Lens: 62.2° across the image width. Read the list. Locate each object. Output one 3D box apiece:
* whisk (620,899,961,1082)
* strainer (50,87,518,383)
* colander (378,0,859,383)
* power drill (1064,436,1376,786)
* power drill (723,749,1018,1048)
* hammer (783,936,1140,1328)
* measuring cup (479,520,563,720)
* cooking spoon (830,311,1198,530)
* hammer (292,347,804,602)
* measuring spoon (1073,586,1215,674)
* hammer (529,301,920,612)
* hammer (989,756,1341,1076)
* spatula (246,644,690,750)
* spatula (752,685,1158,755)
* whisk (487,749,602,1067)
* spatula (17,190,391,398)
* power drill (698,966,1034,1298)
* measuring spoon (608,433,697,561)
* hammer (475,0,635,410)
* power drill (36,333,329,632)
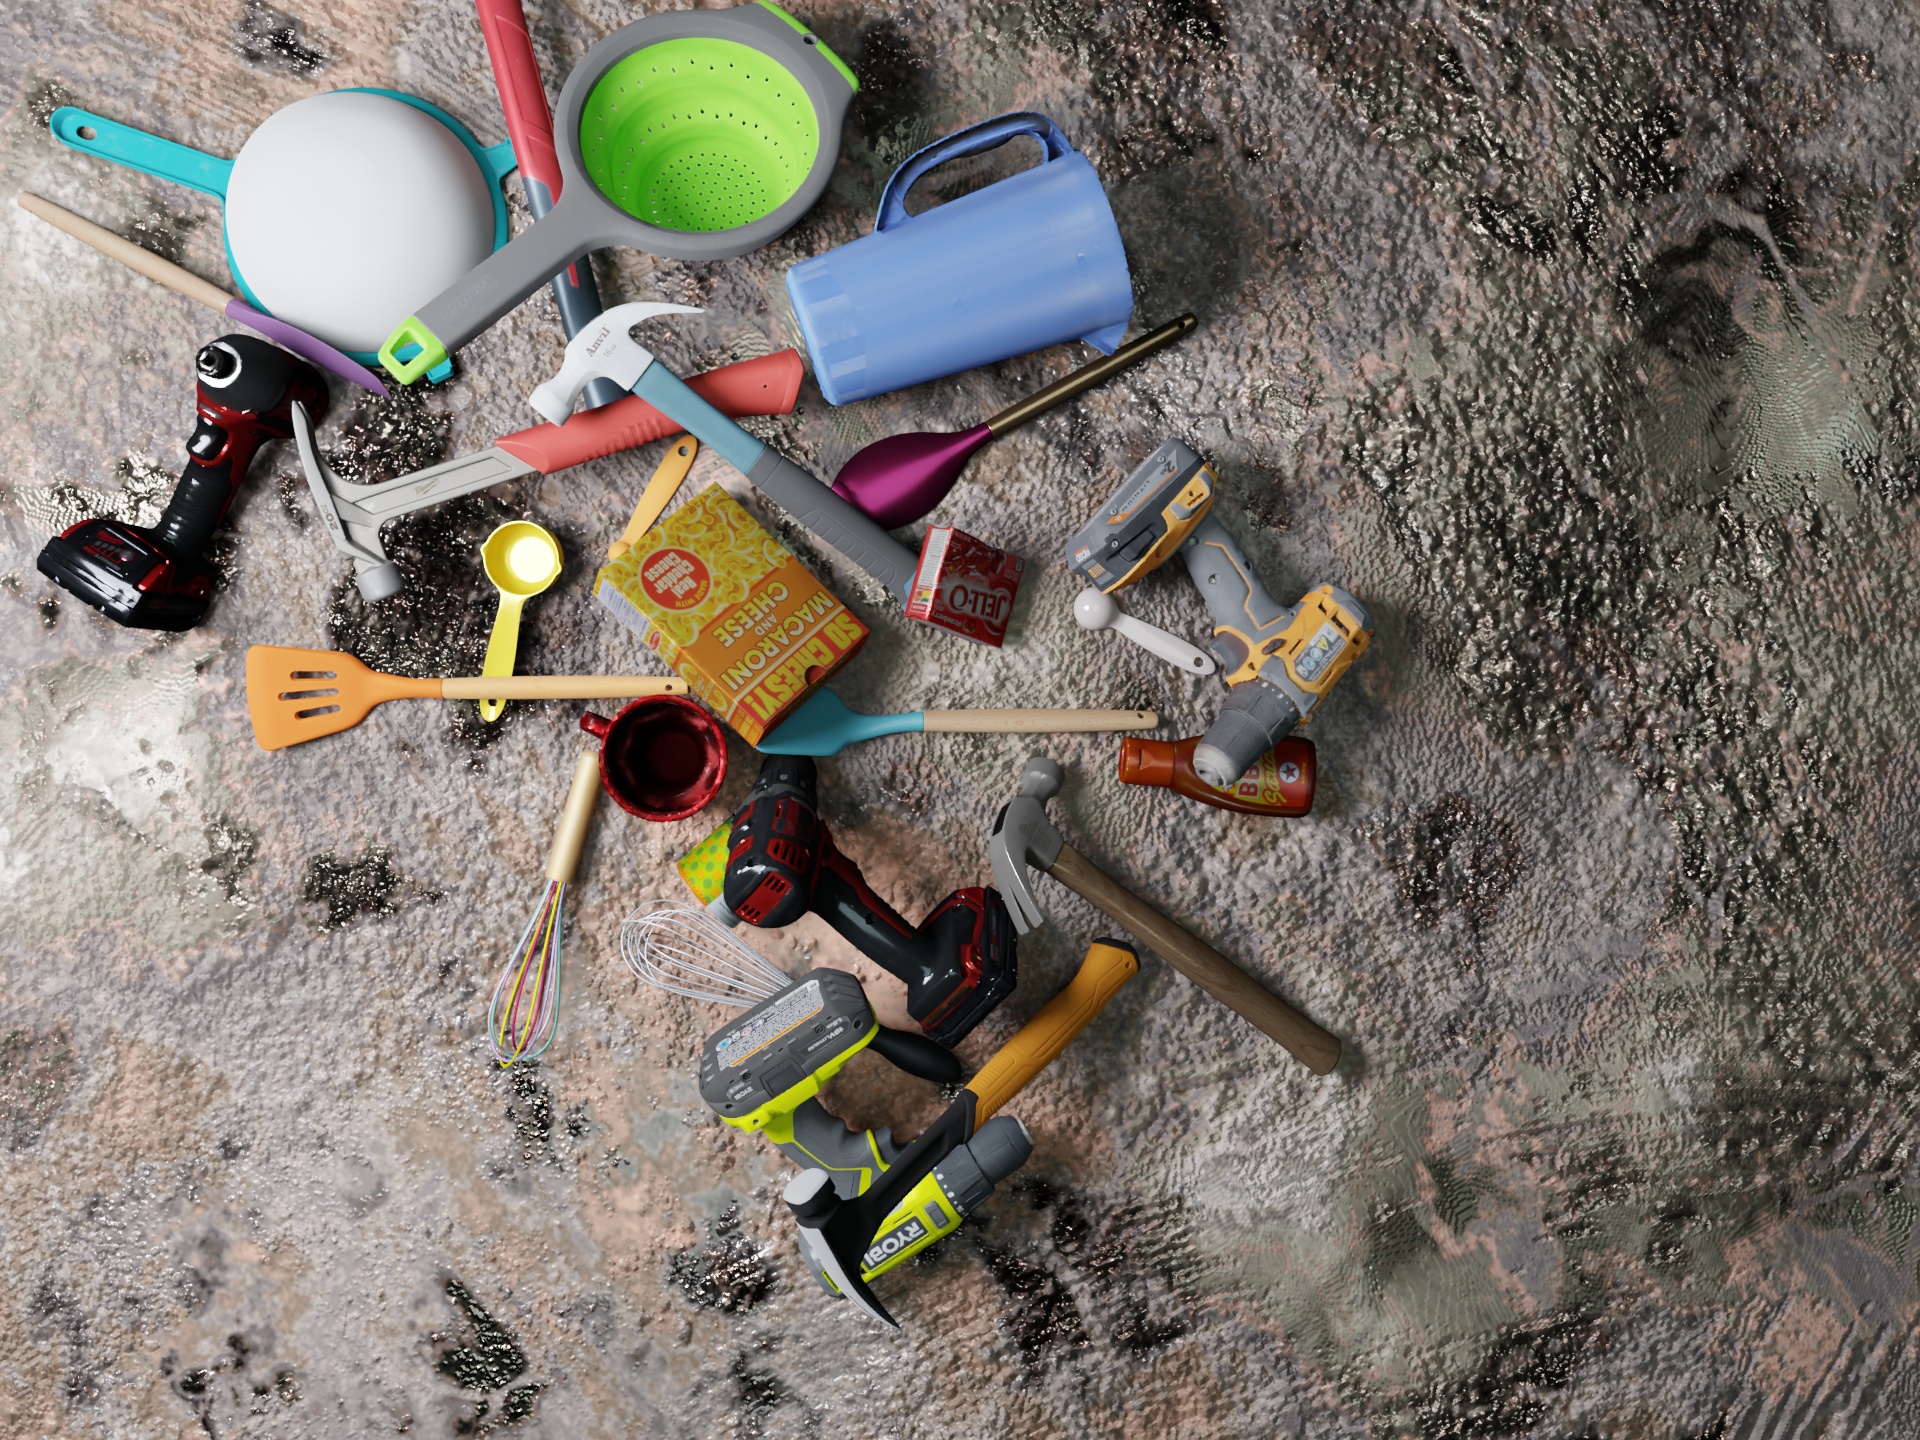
[{"bbox_3d":[-0.126,0.213,1.209,0.284,0.070,0.070,25,88,-8],"label":"whisk"},{"bbox_3d":[-0.508,-0.393,1.161,0.340,0.095,0.211,18,89,-5],"label":"strainer"},{"bbox_3d":[-0.246,-0.356,1.151,0.204,0.094,0.397,44,75,10],"label":"colander"},{"bbox_3d":[0.184,-0.078,1.204,0.226,0.084,0.185,44,72,-5],"label":"power drill"},{"bbox_3d":[-0.069,0.119,1.171,0.226,0.188,0.080,35,114,-17],"label":"power drill"},{"bbox_3d":[0.023,0.278,1.155,0.337,0.034,0.127,-39,112,-31],"label":"hammer"},{"bbox_3d":[-0.341,-0.076,1.213,0.062,0.029,0.156,15,101,-1],"label":"measuring cup"},{"bbox_3d":[0.045,-0.239,1.239,0.319,0.017,0.069,-29,93,-3],"label":"cooking spoon"},{"bbox_3d":[-0.288,-0.213,1.159,0.359,0.037,0.149,-20,103,-9],"label":"hammer"},{"bbox_3d":[0.146,-0.068,1.246,0.124,0.018,0.034,27,88,-4],"label":"measuring spoon"},{"bbox_3d":[-0.141,-0.182,1.169,0.330,0.033,0.128,36,94,-22],"label":"hammer"},{"bbox_3d":[0.160,0.171,1.220,0.331,0.031,0.130,37,51,-9],"label":"hammer"},{"bbox_3d":[-0.365,-0.022,1.189,0.322,0.041,0.081,-1,102,2],"label":"spatula"},{"bbox_3d":[-0.002,-0.004,1.222,0.317,0.044,0.082,-1,57,-6],"label":"spatula"},{"bbox_3d":[-0.307,0.143,1.202,0.051,0.047,0.245,16,86,-3],"label":"whisk"},{"bbox_3d":[-0.561,-0.318,1.174,0.316,0.059,0.018,28,77,5],"label":"spatula"},{"bbox_3d":[-0.068,0.299,1.178,0.190,0.080,0.228,-32,112,-2],"label":"power drill"},{"bbox_3d":[-0.236,-0.170,1.221,0.021,0.011,0.117,31,88,-4],"label":"measuring spoon"},{"bbox_3d":[-0.318,-0.391,1.177,0.143,0.038,0.386,-19,96,-42],"label":"hammer"},{"bbox_3d":[-0.547,-0.175,1.135,0.078,0.143,0.219,33,90,-1],"label":"power drill"}]
